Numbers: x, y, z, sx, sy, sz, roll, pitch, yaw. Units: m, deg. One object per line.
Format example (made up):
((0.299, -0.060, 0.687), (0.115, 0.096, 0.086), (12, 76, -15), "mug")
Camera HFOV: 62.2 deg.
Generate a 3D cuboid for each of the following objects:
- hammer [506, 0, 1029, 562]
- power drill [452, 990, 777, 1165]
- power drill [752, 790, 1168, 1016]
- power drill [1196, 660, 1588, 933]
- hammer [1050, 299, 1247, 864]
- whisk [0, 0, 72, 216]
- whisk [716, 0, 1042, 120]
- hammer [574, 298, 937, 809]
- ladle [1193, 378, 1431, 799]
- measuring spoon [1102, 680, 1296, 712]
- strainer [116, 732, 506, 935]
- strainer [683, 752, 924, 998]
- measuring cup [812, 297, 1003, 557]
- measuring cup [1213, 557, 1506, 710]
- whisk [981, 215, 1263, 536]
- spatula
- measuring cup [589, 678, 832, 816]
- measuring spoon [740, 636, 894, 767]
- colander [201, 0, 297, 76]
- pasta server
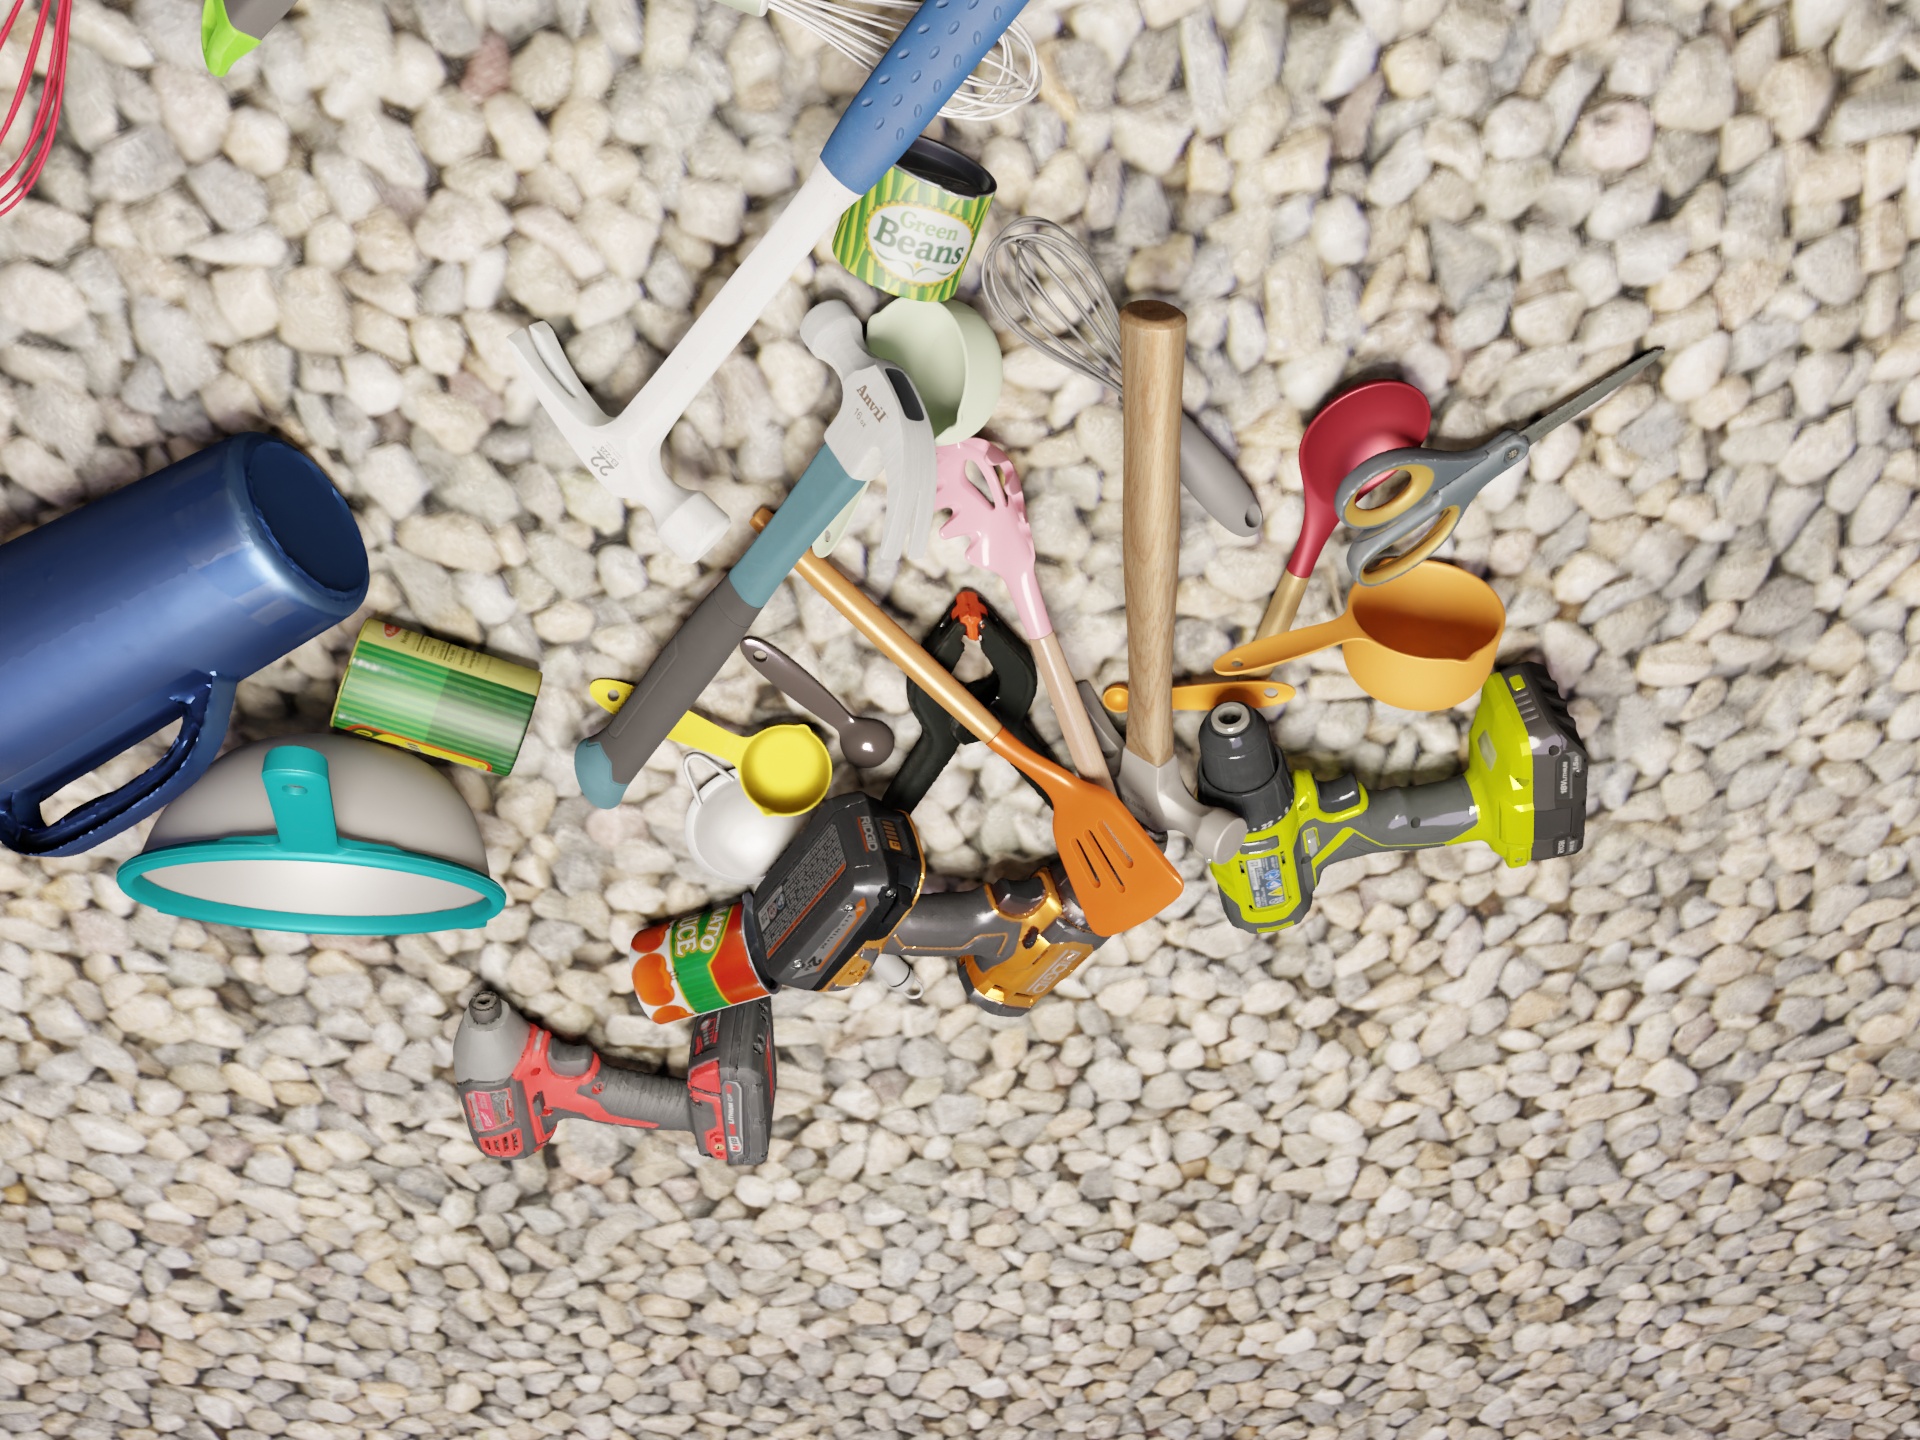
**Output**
((-0.065, -0.244, 0.722), (0.144, 0.035, 0.405), (45, 124, -6), "hammer")
((-0.244, 0.246, 1.118), (0.219, 0.079, 0.143), (1, 126, 0), "power drill")
((0.008, 0.108, 1.000), (0.226, 0.084, 0.185), (15, 130, -35), "power drill")
((0.257, 0.040, 0.980), (0.228, 0.080, 0.190), (-13, 136, 7), "power drill")
((0.102, -0.071, 0.868), (0.031, 0.130, 0.331), (-34, 137, -30), "hammer")
((-0.392, -0.336, 0.686), (0.073, 0.073, 0.295), (32, 112, -24), "whisk")
((-0.079, -0.328, 0.717), (0.246, 0.059, 0.057), (16, 147, -9), "whisk")
((-0.125, -0.065, 0.876), (0.033, 0.128, 0.331), (-8, 148, -52), "hammer")
((0.192, -0.066, 0.941), (0.069, 0.031, 0.315), (6, 128, -14), "ladle")
((0.145, -0.017, 0.969), (0.117, 0.011, 0.021), (-2, 130, 14), "measuring spoon")
((-0.355, 0.041, 0.882), (0.211, 0.095, 0.340), (5, 159, -17), "strainer")
((-0.095, 0.114, 1.050), (0.087, 0.050, 0.258), (-37, 125, 5), "strainer")
((-0.032, -0.149, 0.843), (0.038, 0.083, 0.167), (-14, 148, -44), "measuring cup")
((0.226, -0.036, 0.914), (0.173, 0.095, 0.052), (-15, 136, -9), "measuring cup")
((0.093, -0.173, 0.843), (0.055, 0.055, 0.238), (-35, 125, 21), "whisk")
((-0.001, -0.003, 0.912), (0.322, 0.041, 0.081), (43, 135, -9), "spatula")
((-0.152, 0.009, 0.977), (0.156, 0.029, 0.062), (24, 96, -5), "measuring cup")
((-0.088, -0.008, 0.970), (0.034, 0.018, 0.124), (-37, 120, 22), "measuring spoon")
((-0.172, -0.372, 0.647), (0.397, 0.205, 0.094), (-24, 161, 33), "colander")
((0.052, -0.022, 0.916), (0.060, 0.040, 0.316), (-7, 116, 35), "pasta server")
